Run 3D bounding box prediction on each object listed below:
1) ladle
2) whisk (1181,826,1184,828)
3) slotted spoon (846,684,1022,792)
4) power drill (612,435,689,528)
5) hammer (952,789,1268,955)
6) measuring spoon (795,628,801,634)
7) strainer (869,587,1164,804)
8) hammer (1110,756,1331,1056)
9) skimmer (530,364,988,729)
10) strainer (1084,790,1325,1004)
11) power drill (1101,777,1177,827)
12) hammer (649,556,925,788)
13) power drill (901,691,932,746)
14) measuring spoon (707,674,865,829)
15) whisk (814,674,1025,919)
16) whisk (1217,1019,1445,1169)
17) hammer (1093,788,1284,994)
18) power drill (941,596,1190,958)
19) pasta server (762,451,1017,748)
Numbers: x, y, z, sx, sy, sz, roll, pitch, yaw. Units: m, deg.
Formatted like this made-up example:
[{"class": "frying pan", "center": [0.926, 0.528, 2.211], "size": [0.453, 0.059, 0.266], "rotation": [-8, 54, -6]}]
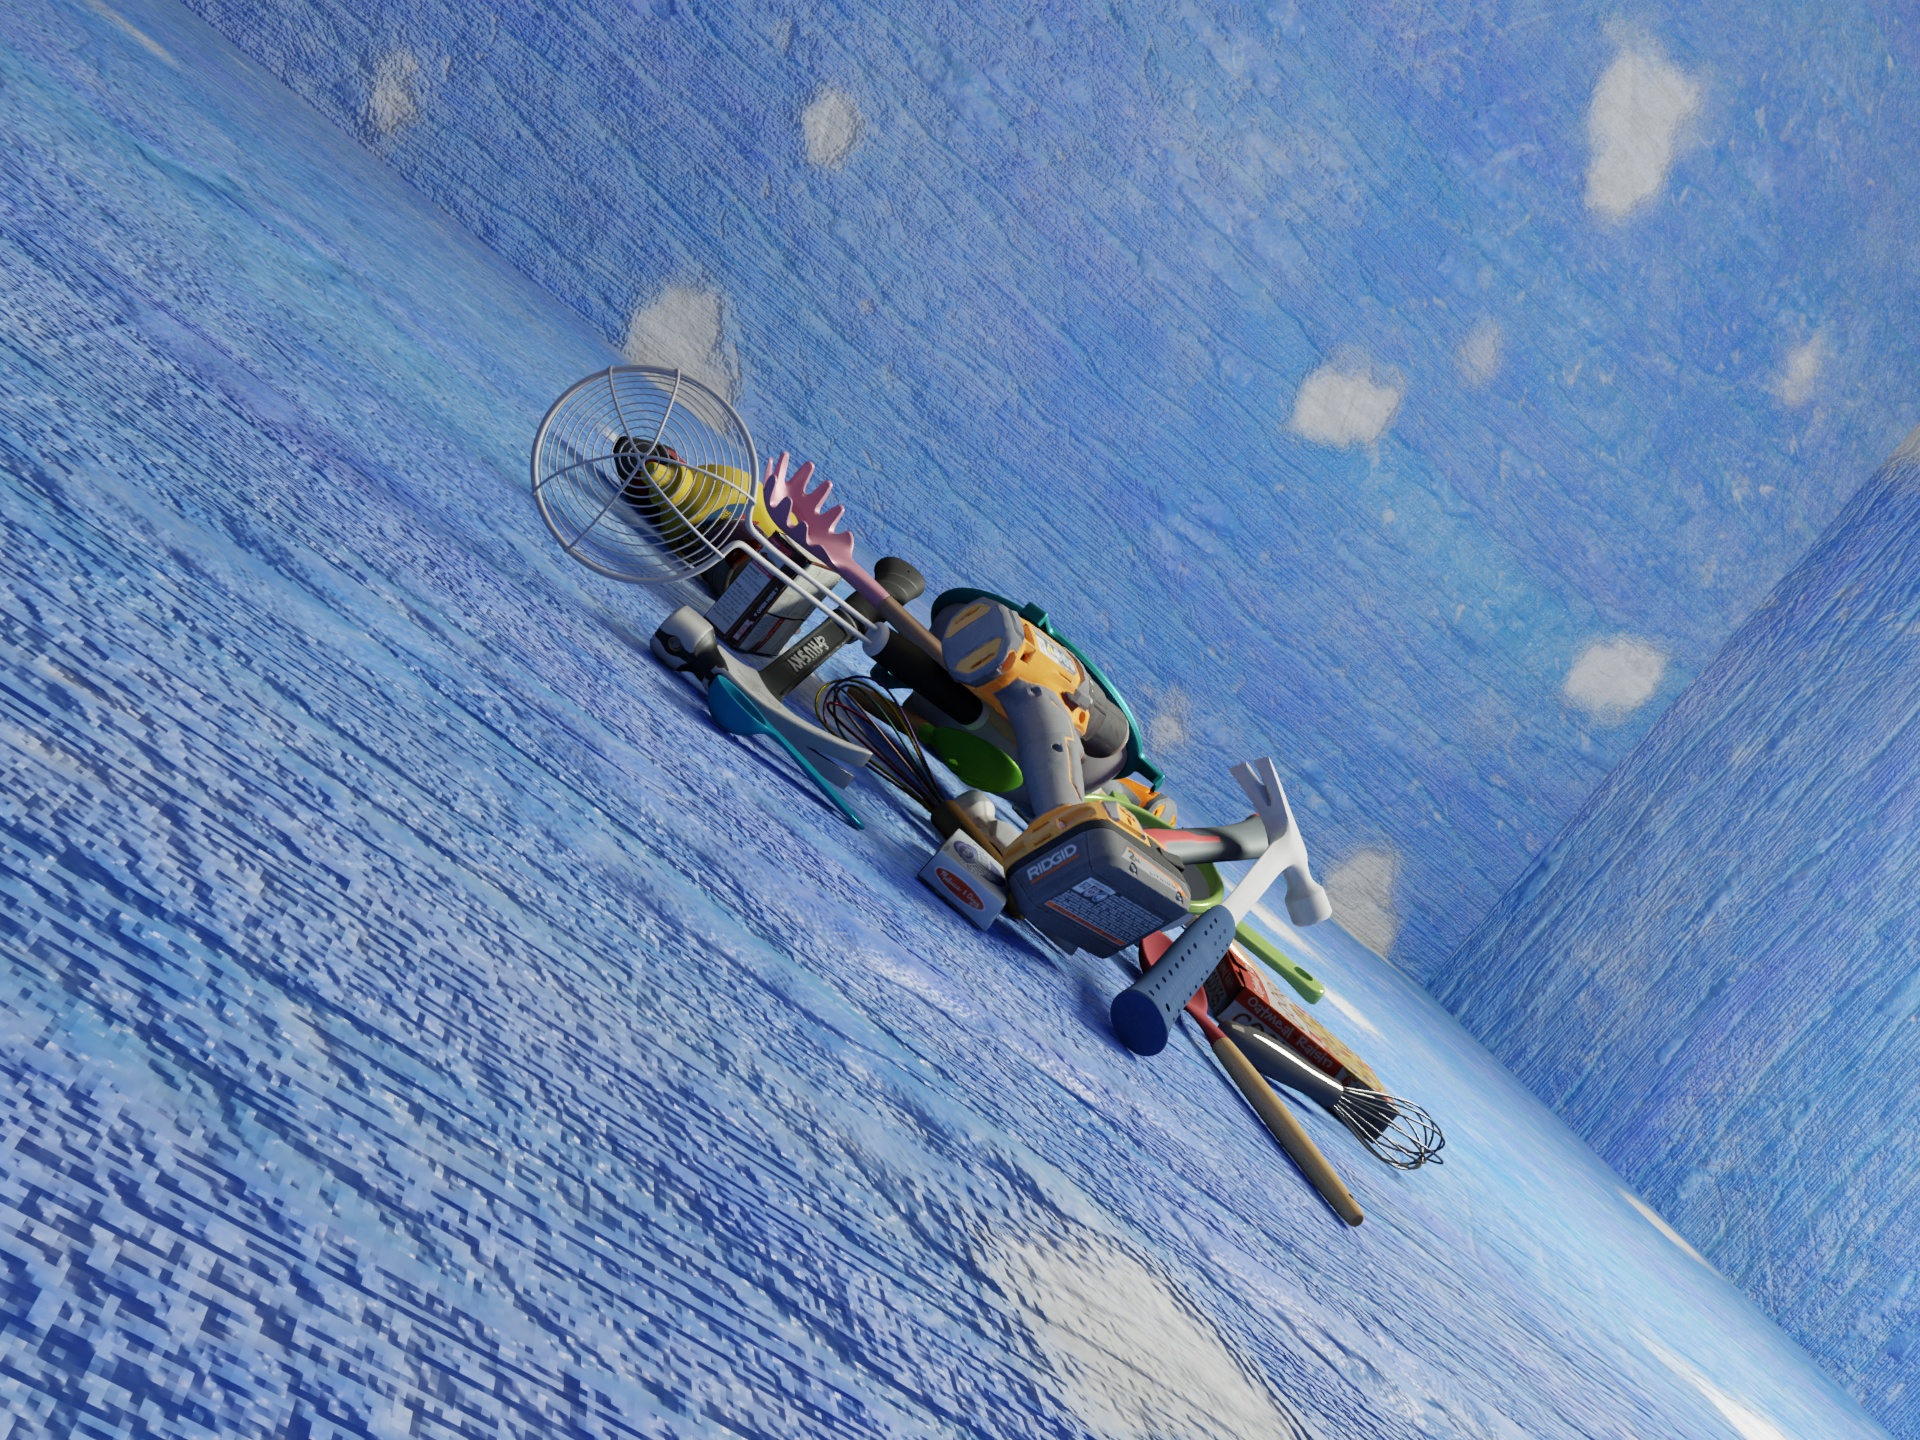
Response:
[{"class": "ladle", "center": [0.194, 0.240, 1.101], "size": [0.069, 0.031, 0.316], "rotation": [34, 10, -29]}, {"class": "whisk", "center": [0.248, 0.170, 1.764], "size": [0.073, 0.073, 0.296], "rotation": [39, 7, -2]}, {"class": "slotted spoon", "center": [-0.034, 0.006, 1.228], "size": [0.070, 0.031, 0.314], "rotation": [43, -6, -24]}, {"class": "power drill", "center": [-0.236, -0.200, 1.522], "size": [0.143, 0.078, 0.219], "rotation": [42, 9, 28]}, {"class": "hammer", "center": [0.160, 0.109, 1.232], "size": [0.386, 0.038, 0.143], "rotation": [2, 34, -47]}, {"class": "measuring spoon", "center": [-0.157, -0.091, 1.442], "size": [0.034, 0.018, 0.124], "rotation": [40, 5, 2]}, {"class": "strainer", "center": [-0.002, -0.004, 1.316], "size": [0.340, 0.095, 0.210], "rotation": [8, -38, 55]}, {"class": "hammer", "center": [0.187, 0.135, 1.132], "size": [0.405, 0.035, 0.144], "rotation": [-26, 96, -63]}, {"class": "skimmer", "center": [-0.108, -0.087, 1.004], "size": [0.090, 0.127, 0.362], "rotation": [22, -11, 42]}, {"class": "strainer", "center": [0.174, 0.159, 1.283], "size": [0.256, 0.069, 0.151], "rotation": [38, 24, 20]}, {"class": "power drill", "center": [0.129, 0.056, 1.784], "size": [0.164, 0.084, 0.226], "rotation": [25, -9, 42]}, {"class": "hammer", "center": [-0.085, -0.062, 1.145], "size": [0.149, 0.036, 0.409], "rotation": [40, 20, -1]}, {"class": "power drill", "center": [0.059, 0.042, 1.516], "size": [0.223, 0.080, 0.171], "rotation": [40, 5, -26]}, {"class": "measuring spoon", "center": [-0.106, 0.025, 0.939], "size": [0.128, 0.021, 0.042], "rotation": [47, 3, -16]}, {"class": "whisk", "center": [-0.028, 0.052, 1.113], "size": [0.047, 0.051, 0.245], "rotation": [0, 39, -47]}, {"class": "whisk", "center": [0.287, 0.289, 1.228], "size": [0.238, 0.055, 0.055], "rotation": [32, 8, -21]}, {"class": "hammer", "center": [0.193, 0.156, 1.442], "size": [0.331, 0.031, 0.130], "rotation": [49, 26, -6]}, {"class": "power drill", "center": [0.078, 0.041, 1.063], "size": [0.185, 0.084, 0.226], "rotation": [33, 31, -47]}, {"class": "pasta server", "center": [-0.033, -0.072, 1.159], "size": [0.316, 0.040, 0.060], "rotation": [45, 32, 5]}]
